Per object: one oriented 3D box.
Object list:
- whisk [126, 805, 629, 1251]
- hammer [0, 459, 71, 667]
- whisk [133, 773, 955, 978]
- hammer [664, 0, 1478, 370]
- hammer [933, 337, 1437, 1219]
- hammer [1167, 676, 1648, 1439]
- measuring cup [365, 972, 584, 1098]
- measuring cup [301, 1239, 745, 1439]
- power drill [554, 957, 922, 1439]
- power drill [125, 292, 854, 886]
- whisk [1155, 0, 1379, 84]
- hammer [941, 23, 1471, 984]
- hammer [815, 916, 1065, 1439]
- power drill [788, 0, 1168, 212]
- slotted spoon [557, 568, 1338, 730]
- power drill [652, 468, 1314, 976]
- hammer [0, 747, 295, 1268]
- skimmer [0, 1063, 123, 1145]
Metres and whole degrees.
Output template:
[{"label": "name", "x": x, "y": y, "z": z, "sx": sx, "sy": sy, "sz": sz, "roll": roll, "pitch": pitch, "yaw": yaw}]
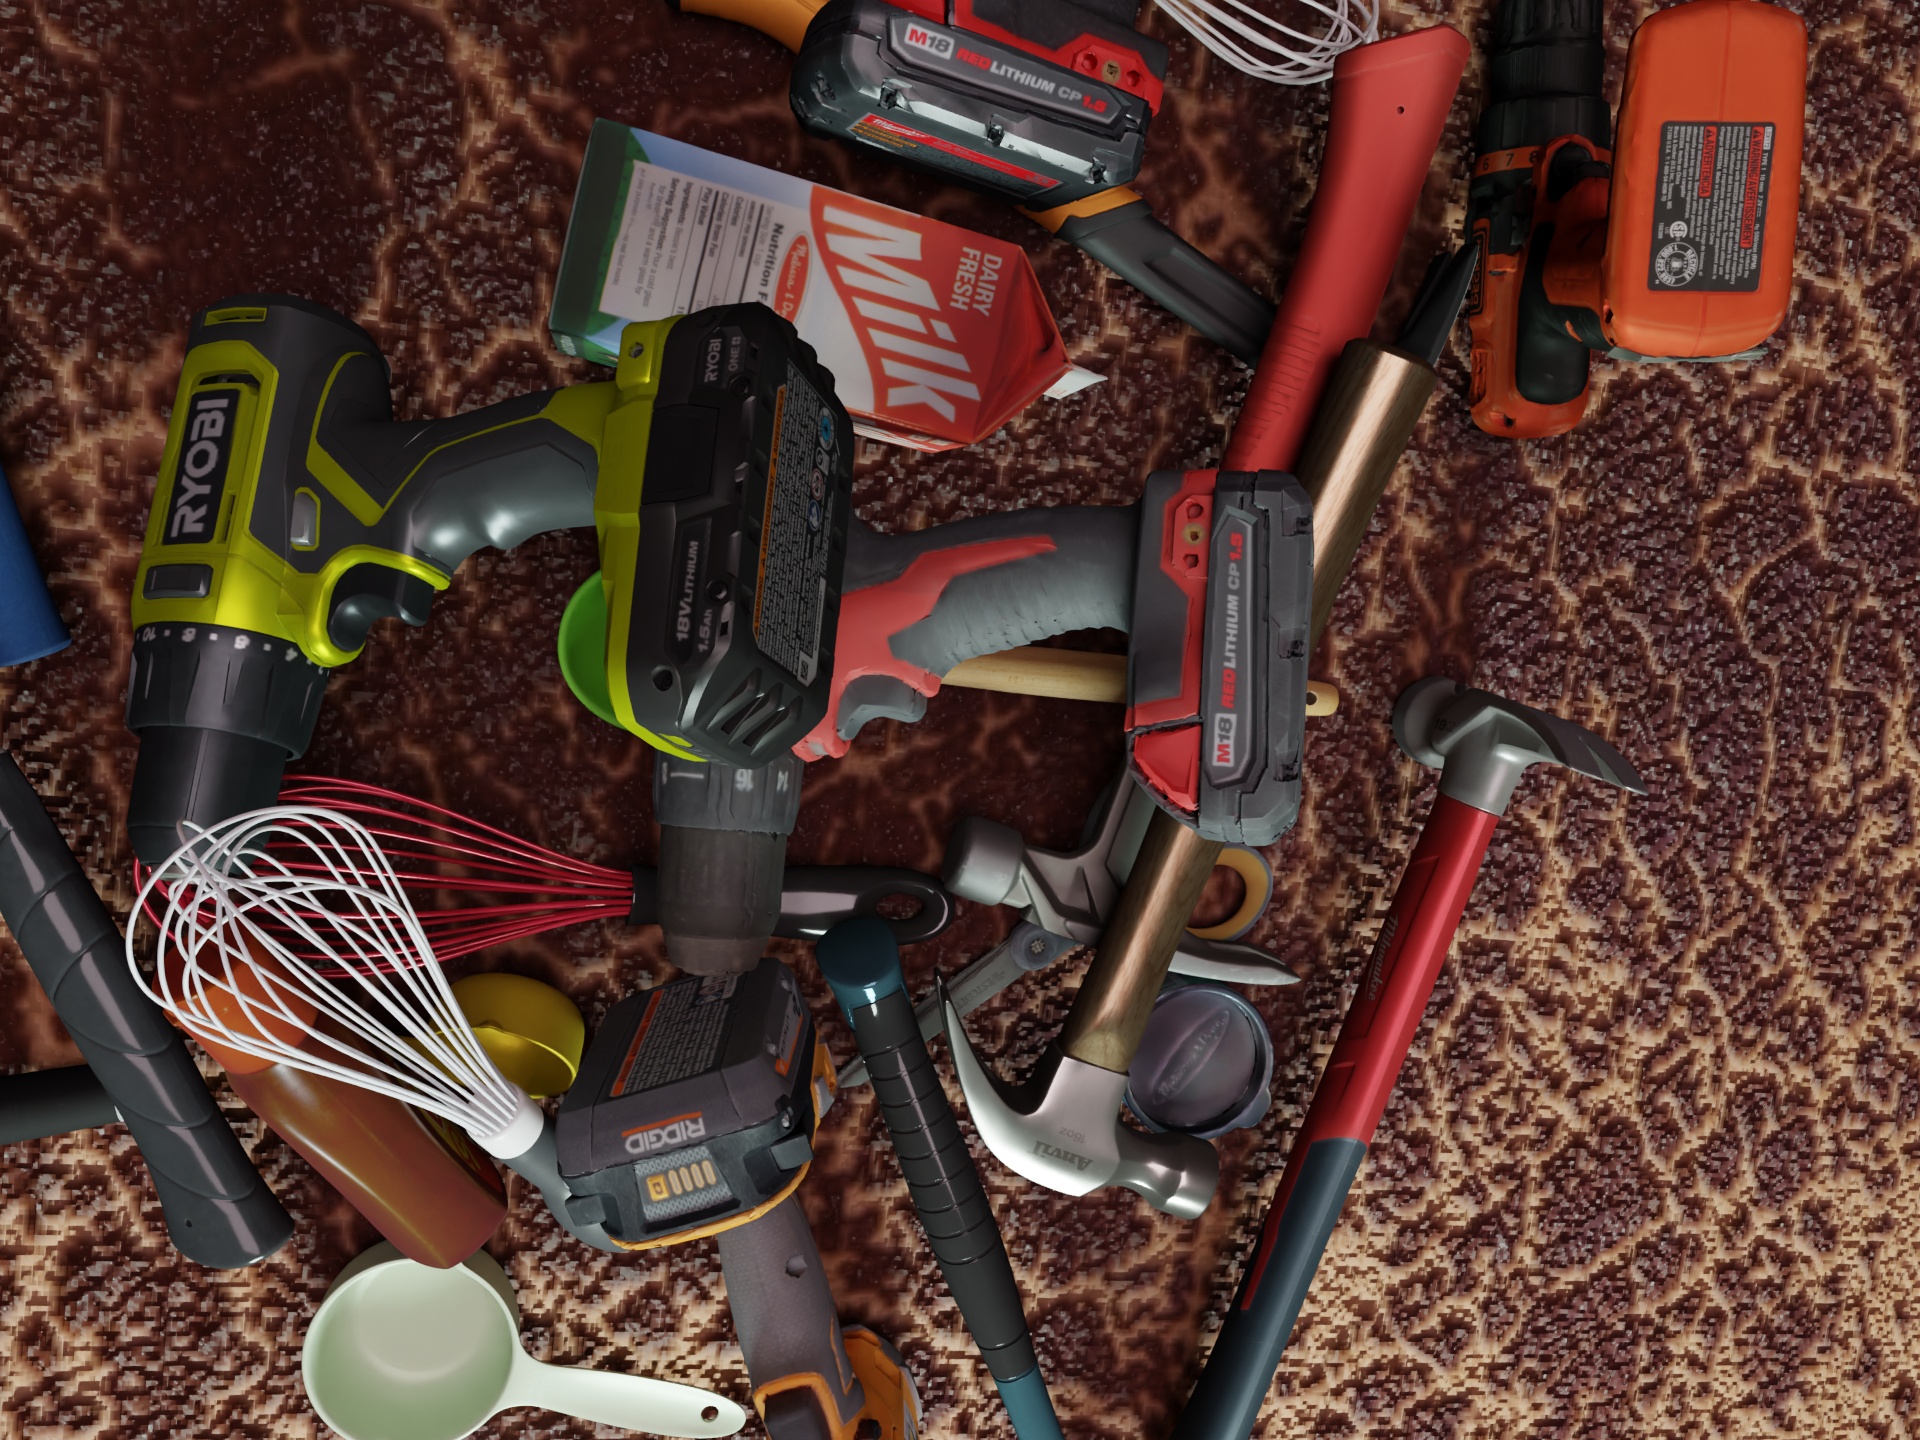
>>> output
[{"label": "whisk", "x": -0.164, "y": 0.116, "z": 0.521, "sx": 0.070, "sy": 0.070, "sz": 0.284, "roll": -32, "pitch": 140, "yaw": -7}, {"label": "hammer", "x": -0.351, "y": -0.212, "z": 0.481, "sx": 0.144, "sy": 0.035, "sz": 0.405, "roll": -1, "pitch": 109, "yaw": 25}, {"label": "whisk", "x": -0.142, "y": 0.063, "z": 0.587, "sx": 0.295, "sy": 0.073, "sz": 0.073, "roll": 5, "pitch": 96, "yaw": -19}, {"label": "hammer", "x": 0.039, "y": -0.211, "z": 0.603, "sx": 0.336, "sy": 0.034, "sz": 0.127, "roll": 30, "pitch": 90, "yaw": -14}, {"label": "hammer", "x": 0.090, "y": 0.020, "z": 0.584, "sx": 0.130, "sy": 0.031, "sz": 0.331, "roll": 20, "pitch": 97, "yaw": -14}, {"label": "hammer", "x": 0.152, "y": 0.175, "z": 0.629, "sx": 0.038, "sy": 0.143, "sz": 0.386, "roll": 18, "pitch": 97, "yaw": -11}, {"label": "measuring cup", "x": -0.216, "y": 0.106, "z": 0.587, "sx": 0.156, "sy": 0.062, "sz": 0.029, "roll": 10, "pitch": 52, "yaw": 0}, {"label": "measuring cup", "x": -0.164, "y": 0.245, "z": 0.612, "sx": 0.167, "sy": 0.038, "sz": 0.083, "roll": 19, "pitch": 92, "yaw": -16}, {"label": "power drill", "x": -0.066, "y": 0.217, "z": 0.549, "sx": 0.084, "sy": 0.185, "sz": 0.226, "roll": -16, "pitch": 101, "yaw": 1}, {"label": "power drill", "x": -0.157, "y": -0.042, "z": 0.497, "sx": 0.228, "sy": 0.080, "sz": 0.191, "roll": 0, "pitch": 75, "yaw": 17}, {"label": "whisk", "x": 0.047, "y": -0.300, "z": 0.593, "sx": 0.246, "sy": 0.057, "sz": 0.059, "roll": 19, "pitch": 58, "yaw": -11}, {"label": "hammer", "x": 0.119, "y": -0.078, "z": 0.602, "sx": 0.149, "sy": 0.037, "sz": 0.359, "roll": 18, "pitch": 98, "yaw": -13}, {"label": "hammer", "x": 0.015, "y": 0.232, "z": 0.606, "sx": 0.033, "sy": 0.128, "sz": 0.331, "roll": -21, "pitch": 98, "yaw": -10}, {"label": "power drill", "x": 0.020, "y": -0.295, "z": 0.522, "sx": 0.143, "sy": 0.079, "sz": 0.219, "roll": 13, "pitch": 95, "yaw": -20}, {"label": "slotted spoon", "x": 0.004, "y": -0.020, "z": 0.622, "sx": 0.313, "sy": 0.031, "sz": 0.070, "roll": 5, "pitch": 95, "yaw": -14}, {"label": "power drill", "x": -0.001, "y": -0.002, "z": 0.532, "sx": 0.227, "sy": 0.080, "sz": 0.188, "roll": 3, "pitch": 87, "yaw": 13}, {"label": "hammer", "x": -0.322, "y": 0.000, "z": 0.513, "sx": 0.149, "sy": 0.036, "sz": 0.408, "roll": -17, "pitch": 103, "yaw": 27}, {"label": "skimmer", "x": -0.454, "y": 0.157, "z": 0.490, "sx": 0.363, "sy": 0.090, "sz": 0.127, "roll": -7, "pitch": 97, "yaw": -19}]
